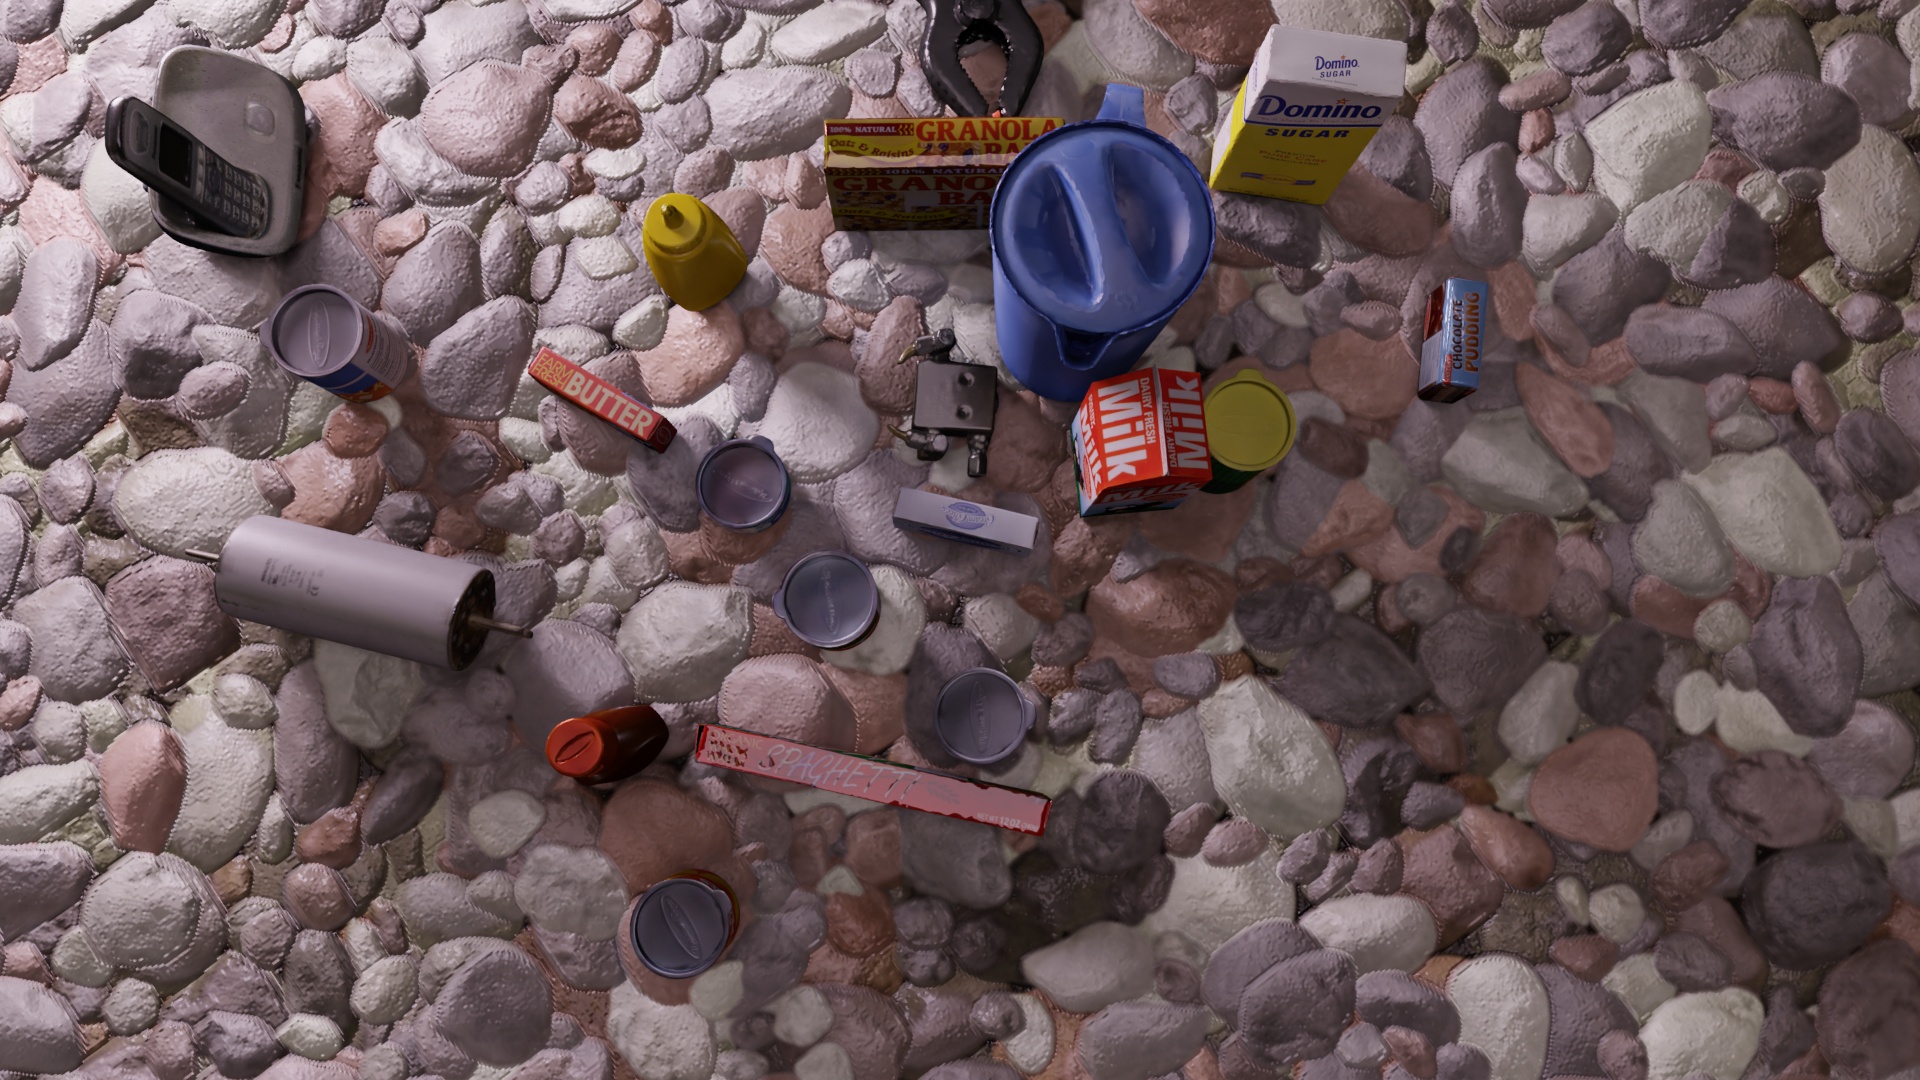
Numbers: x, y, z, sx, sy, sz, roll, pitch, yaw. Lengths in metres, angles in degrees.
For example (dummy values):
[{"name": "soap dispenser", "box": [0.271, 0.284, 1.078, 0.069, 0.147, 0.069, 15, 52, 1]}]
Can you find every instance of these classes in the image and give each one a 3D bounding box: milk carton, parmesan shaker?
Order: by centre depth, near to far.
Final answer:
[{"name": "milk carton", "box": [0.121, -0.064, 0.939, 0.073, 0.190, 0.072, -6, 83, -2]}, {"name": "parmesan shaker", "box": [0.193, -0.075, 0.986, 0.071, 0.103, 0.071, 0, 83, -1]}]

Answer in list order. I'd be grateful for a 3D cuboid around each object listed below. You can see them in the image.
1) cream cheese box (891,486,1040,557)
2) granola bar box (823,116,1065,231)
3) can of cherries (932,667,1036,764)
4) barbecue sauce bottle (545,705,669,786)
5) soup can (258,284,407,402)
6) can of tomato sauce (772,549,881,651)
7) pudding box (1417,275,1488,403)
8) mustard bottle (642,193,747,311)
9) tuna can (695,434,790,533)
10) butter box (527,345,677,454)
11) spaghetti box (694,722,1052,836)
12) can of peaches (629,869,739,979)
[{"name": "cream cheese box", "box": [0.004, -0.013, 0.998, 0.104, 0.053, 0.024, 13, 83, 1]}, {"name": "granola bar box", "box": [-0.011, -0.262, 0.997, 0.166, 0.124, 0.039, -1, 83, -1]}, {"name": "can of cherries", "box": [0.016, 0.124, 0.977, 0.071, 0.058, 0.071, 0, 82, -1]}, {"name": "barbecue sauce bottle", "box": [-0.237, 0.137, 0.924, 0.065, 0.148, 0.043, -36, 85, -5]}, {"name": "soup can", "box": [-0.445, -0.139, 0.991, 0.071, 0.083, 0.071, 0, 83, -1]}, {"name": "can of tomato sauce", "box": [-0.091, 0.044, 0.973, 0.071, 0.083, 0.071, 0, 83, -1]}, {"name": "pudding box", "box": [0.364, -0.148, 1.027, 0.030, 0.049, 0.084, 8, 82, 0]}, {"name": "mustard bottle", "box": [-0.189, -0.207, 0.967, 0.065, 0.160, 0.049, -40, 85, -6]}, {"name": "tuna can", "box": [-0.156, -0.041, 1.009, 0.071, 0.033, 0.071, 0, 82, -1]}, {"name": "butter box", "box": [-0.259, -0.101, 1.005, 0.103, 0.053, 0.024, 30, 83, 3]}, {"name": "spaghetti box", "box": [-0.062, 0.166, 0.974, 0.250, 0.050, 0.029, 12, 83, 0]}, {"name": "can of peaches", "box": [-0.186, 0.261, 0.954, 0.071, 0.058, 0.071, 0, 82, -1]}]
